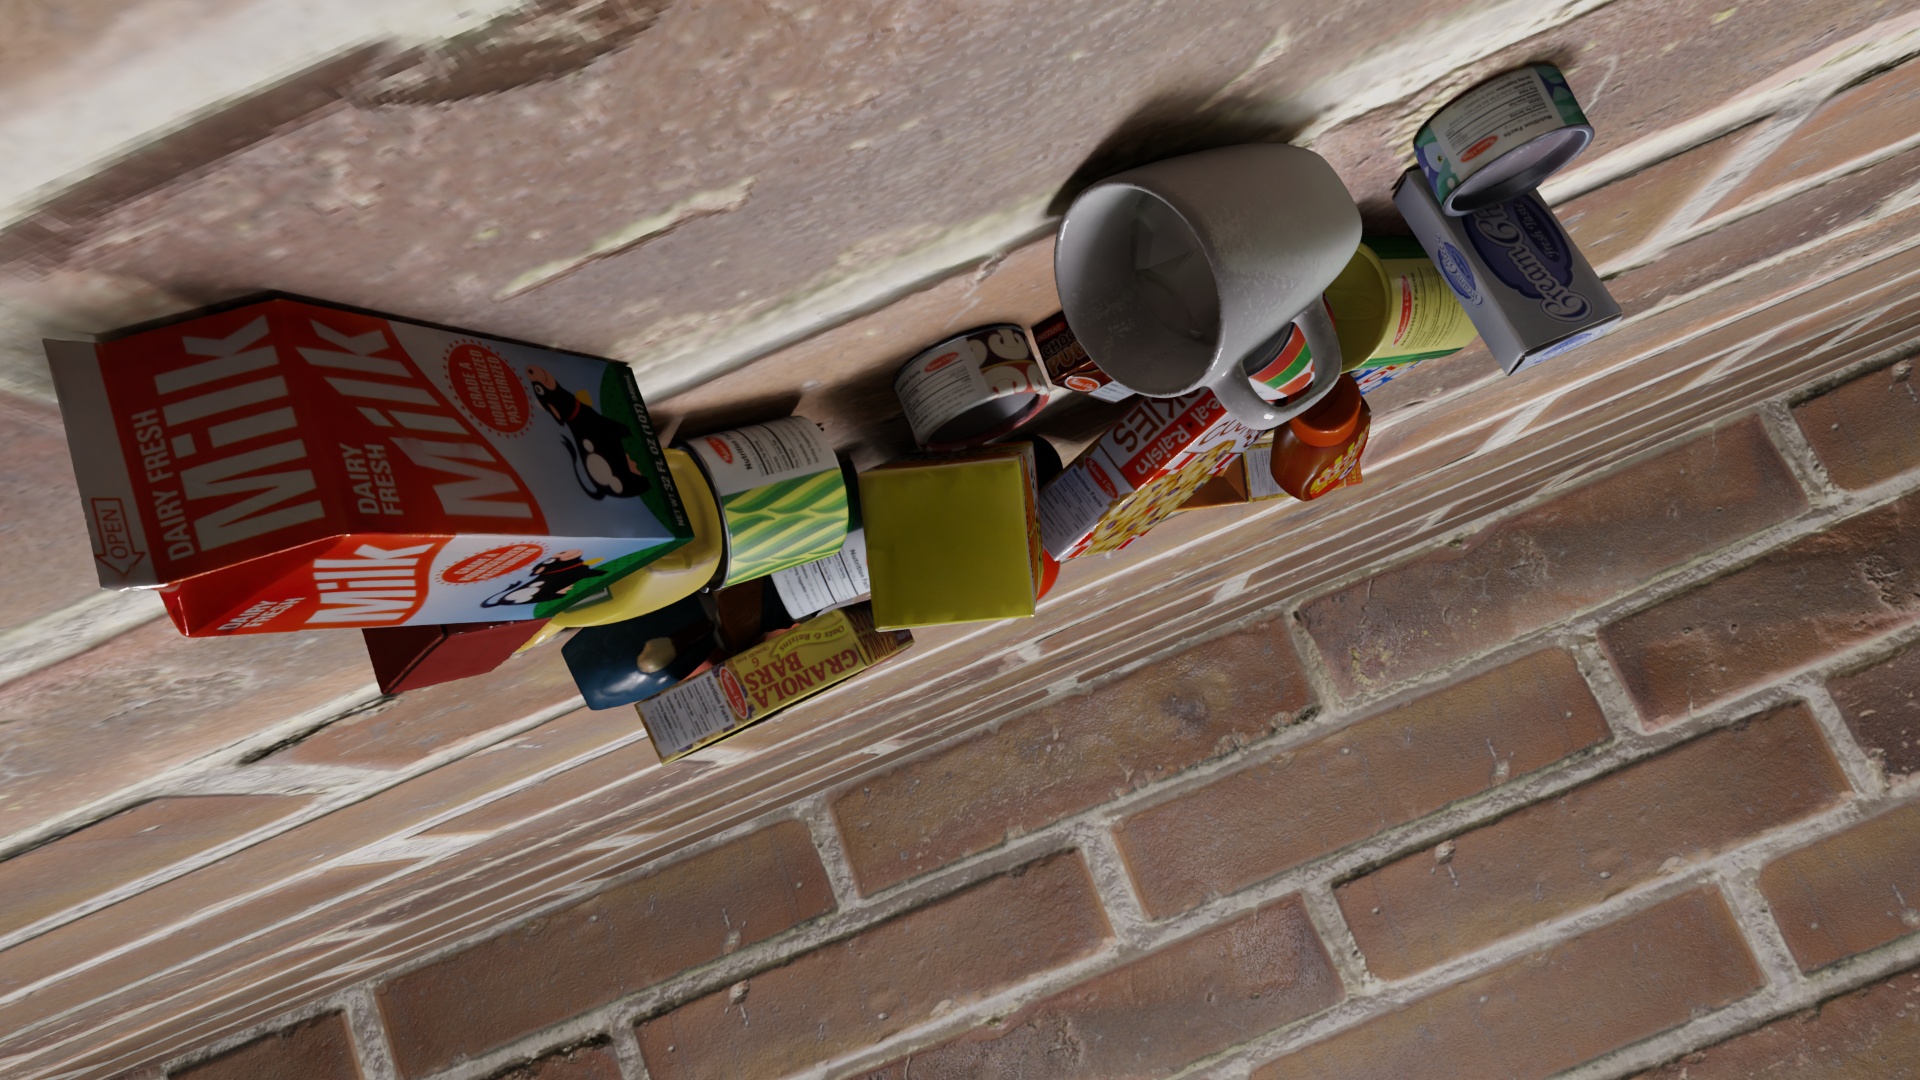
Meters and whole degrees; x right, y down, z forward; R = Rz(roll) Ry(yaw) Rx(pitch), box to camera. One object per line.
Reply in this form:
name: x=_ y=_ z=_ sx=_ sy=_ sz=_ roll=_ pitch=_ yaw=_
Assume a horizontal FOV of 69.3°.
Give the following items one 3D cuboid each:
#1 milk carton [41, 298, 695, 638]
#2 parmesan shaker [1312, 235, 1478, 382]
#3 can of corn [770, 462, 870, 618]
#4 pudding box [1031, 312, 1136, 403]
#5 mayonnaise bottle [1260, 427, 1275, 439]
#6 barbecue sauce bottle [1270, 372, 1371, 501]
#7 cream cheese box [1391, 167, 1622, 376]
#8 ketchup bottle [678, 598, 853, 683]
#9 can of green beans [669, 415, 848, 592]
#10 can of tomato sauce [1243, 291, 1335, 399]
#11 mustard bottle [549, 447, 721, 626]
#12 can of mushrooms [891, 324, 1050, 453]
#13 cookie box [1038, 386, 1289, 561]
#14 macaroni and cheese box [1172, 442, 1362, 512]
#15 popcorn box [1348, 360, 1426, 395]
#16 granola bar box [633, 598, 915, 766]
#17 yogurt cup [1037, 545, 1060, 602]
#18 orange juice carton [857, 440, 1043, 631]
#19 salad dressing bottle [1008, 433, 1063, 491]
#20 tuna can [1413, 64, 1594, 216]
milk carton: x=-0.176 y=-0.018 z=0.425 sx=0.073 sy=0.072 sz=0.191 roll=-27 pitch=167 yaw=23
parmesan shaker: x=0.213 y=-0.118 z=0.701 sx=0.103 sy=0.071 sz=0.071 roll=-12 pitch=164 yaw=-43
can of corn: x=-0.072 y=-0.001 z=0.722 sx=0.058 sy=0.071 sz=0.071 roll=-21 pitch=168 yaw=-2
pudding box: x=0.074 y=-0.092 z=0.660 sx=0.049 sy=0.030 sz=0.084 roll=-26 pitch=168 yaw=24
mayonnaise bottle: x=0.213 y=-0.088 z=0.905 sx=0.064 sy=0.041 sz=0.148 roll=-22 pitch=170 yaw=36
barbecue sauce bottle: x=0.202 y=-0.062 z=0.778 sx=0.065 sy=0.044 sz=0.148 roll=-48 pitch=165 yaw=3
cream cheese box: x=0.246 y=-0.129 z=0.628 sx=0.053 sy=0.104 sz=0.024 roll=-22 pitch=161 yaw=-11
ketchup bottle: x=-0.142 y=0.059 z=0.907 sx=0.149 sy=0.043 sz=0.064 roll=-16 pitch=167 yaw=-30
can of green beans: x=-0.089 y=-0.017 z=0.605 sx=0.058 sy=0.071 sz=0.071 roll=-16 pitch=167 yaw=-29
can of tomato sauce: x=0.132 y=-0.102 z=0.638 sx=0.071 sy=0.071 sz=0.083 roll=-28 pitch=168 yaw=23
mustard bottle: x=-0.159 y=0.008 z=0.606 sx=0.049 sy=0.065 sz=0.159 roll=-16 pitch=175 yaw=-39
can of mushrooms: x=0.007 y=-0.068 z=0.636 sx=0.071 sy=0.033 sz=0.071 roll=-22 pitch=168 yaw=-5
cookie box: x=0.125 y=-0.058 z=0.790 sx=0.167 sy=0.040 sz=0.123 roll=-42 pitch=165 yaw=22
macaroni and cheese box: x=0.186 y=-0.044 z=0.969 sx=0.123 sy=0.040 sz=0.167 roll=-6 pitch=-178 yaw=41
popcorn box: x=0.266 y=-0.128 z=0.832 sx=0.126 sy=0.038 sz=0.085 roll=-29 pitch=167 yaw=30
granola bar box: x=-0.099 y=0.076 z=0.799 sx=0.124 sy=0.039 sz=0.165 roll=-26 pitch=178 yaw=6
yogurt cup: x=0.034 y=0.010 z=0.967 sx=0.072 sy=0.072 sz=0.054 roll=-22 pitch=160 yaw=1
orange juice carton: x=0.002 y=-0.009 z=0.693 sx=0.073 sy=0.071 sz=0.193 roll=-5 pitch=-174 yaw=6
salad dressing bottle: x=0.003 y=-0.015 z=0.842 sx=0.064 sy=0.044 sz=0.147 roll=-11 pitch=162 yaw=-43
tuna can: x=0.231 y=-0.170 z=0.594 sx=0.071 sy=0.033 sz=0.071 roll=-21 pitch=168 yaw=-5
